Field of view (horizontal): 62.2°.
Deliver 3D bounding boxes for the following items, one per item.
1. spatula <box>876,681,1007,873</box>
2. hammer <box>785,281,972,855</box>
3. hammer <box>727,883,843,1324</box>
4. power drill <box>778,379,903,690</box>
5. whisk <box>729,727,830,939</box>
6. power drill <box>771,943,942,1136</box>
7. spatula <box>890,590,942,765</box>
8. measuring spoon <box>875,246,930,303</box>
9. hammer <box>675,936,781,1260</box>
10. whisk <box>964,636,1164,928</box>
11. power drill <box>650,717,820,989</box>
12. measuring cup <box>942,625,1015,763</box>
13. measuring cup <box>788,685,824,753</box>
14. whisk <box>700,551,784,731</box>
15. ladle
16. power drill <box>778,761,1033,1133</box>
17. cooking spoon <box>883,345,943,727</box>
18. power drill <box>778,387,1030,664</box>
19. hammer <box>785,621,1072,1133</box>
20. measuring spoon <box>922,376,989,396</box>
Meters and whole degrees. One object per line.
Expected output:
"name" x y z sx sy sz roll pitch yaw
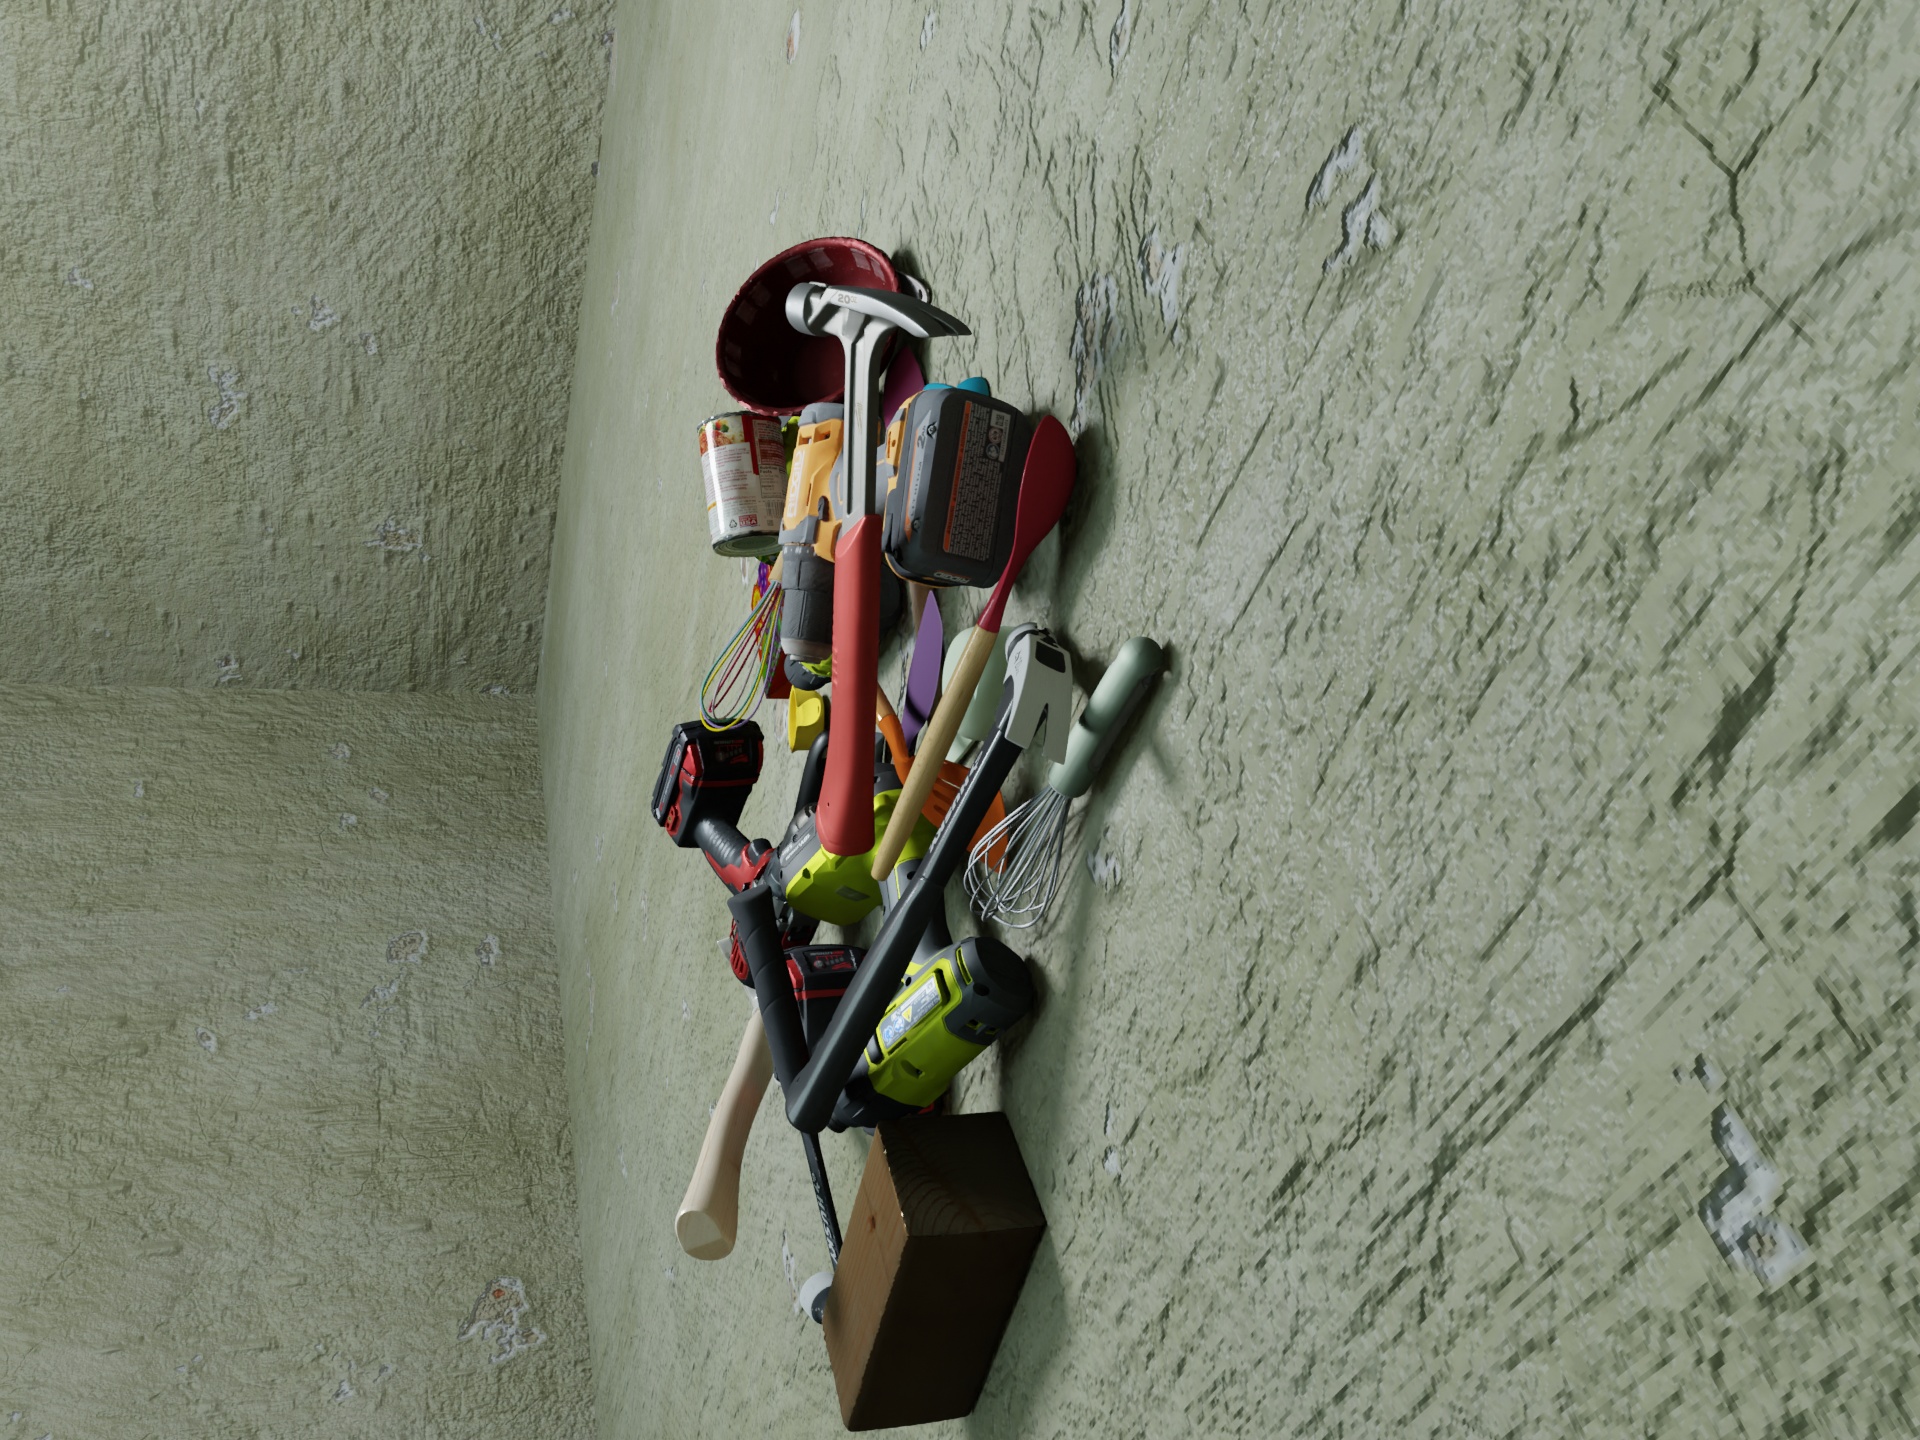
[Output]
"spatula" -0.050 -0.014 1.112 0.323 0.041 0.081 -124 22 -47
"hammer" -0.058 -0.079 0.974 0.149 0.036 0.359 29 124 47
"hammer" -0.111 0.307 1.175 0.149 0.036 0.408 22 127 57
"power drill" -0.115 -0.146 1.325 0.190 0.080 0.229 138 126 -62
"whisk" -0.153 0.127 1.439 0.073 0.073 0.295 -115 38 -49
"power drill" -0.076 0.228 1.207 0.220 0.078 0.143 172 97 -66
"spatula" -0.043 0.037 1.172 0.315 0.018 0.060 105 157 -44
"measuring spoon" -0.045 -0.343 1.239 0.124 0.018 0.034 -133 36 -53
"hammer" -0.178 0.294 1.259 0.411 0.038 0.146 -89 -24 -80
"whisk" 0.058 0.040 0.907 0.059 0.058 0.246 43 136 17
"power drill" -0.177 0.093 1.358 0.227 0.080 0.187 55 134 38
"measuring cup" -0.002 -0.003 1.064 0.167 0.038 0.083 128 138 -55
"measuring cup" -0.126 -0.004 1.394 0.156 0.029 0.062 166 105 -74
"whisk" -0.172 -0.102 1.401 0.047 0.051 0.245 -3 61 57
"ladle" 0.005 -0.034 0.969 0.315 0.031 0.069 -67 -13 20
"power drill" -0.049 0.152 1.066 0.171 0.080 0.223 -45 39 22
"cooking spoon" -0.033 -0.134 1.182 0.068 0.017 0.319 -38 54 56
"power drill" -0.055 -0.128 1.075 0.226 0.084 0.185 6 87 57
"hammer" -0.023 0.106 0.936 0.334 0.035 0.146 -62 10 16
"measuring spoon" -0.012 -0.226 1.126 0.129 0.021 0.042 -143 57 -64
